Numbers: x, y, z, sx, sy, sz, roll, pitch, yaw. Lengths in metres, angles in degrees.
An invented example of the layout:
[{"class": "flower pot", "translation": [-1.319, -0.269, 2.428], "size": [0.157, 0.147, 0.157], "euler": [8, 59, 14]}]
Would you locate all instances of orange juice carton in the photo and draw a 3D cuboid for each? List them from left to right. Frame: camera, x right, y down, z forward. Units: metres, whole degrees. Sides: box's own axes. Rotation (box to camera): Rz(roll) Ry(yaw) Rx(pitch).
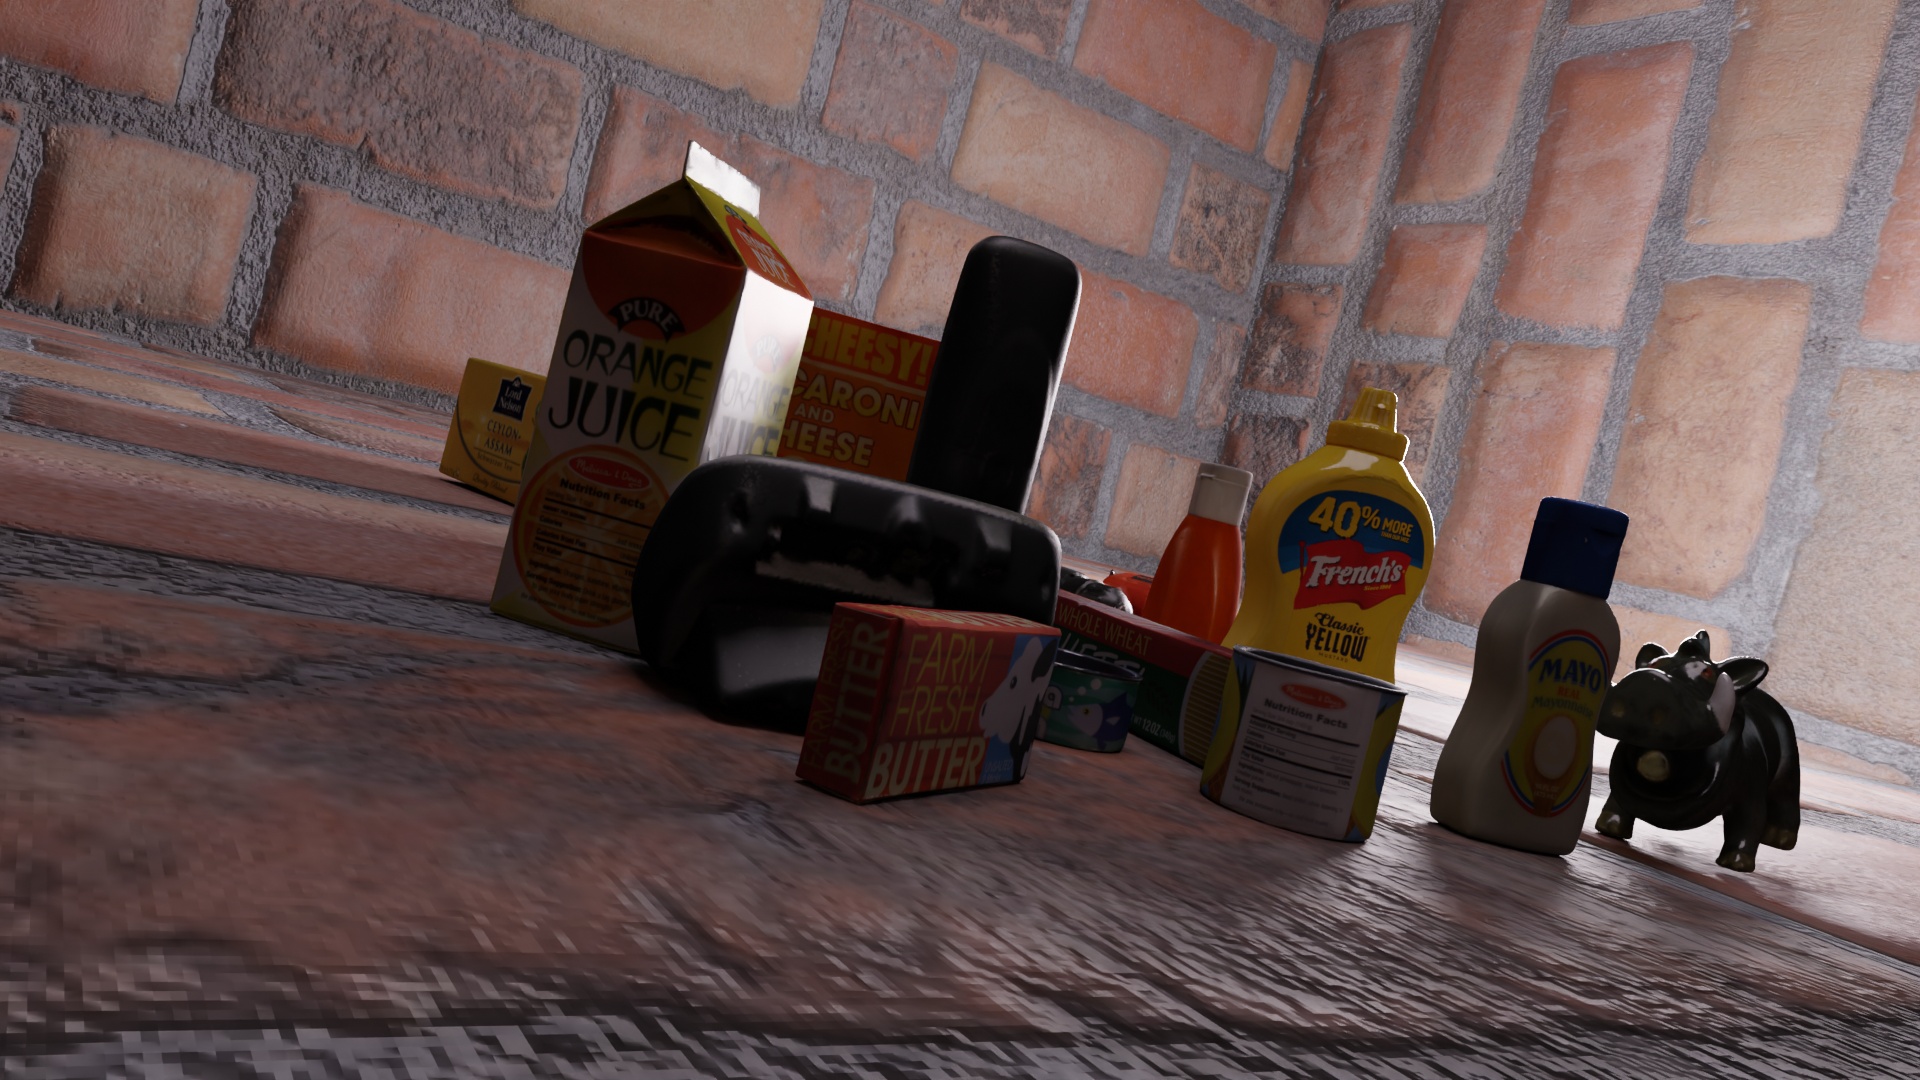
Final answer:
[{"class": "orange juice carton", "translation": [-0.115, -0.056, 0.550], "size": [0.073, 0.192, 0.072], "euler": [14, 1, 15]}]

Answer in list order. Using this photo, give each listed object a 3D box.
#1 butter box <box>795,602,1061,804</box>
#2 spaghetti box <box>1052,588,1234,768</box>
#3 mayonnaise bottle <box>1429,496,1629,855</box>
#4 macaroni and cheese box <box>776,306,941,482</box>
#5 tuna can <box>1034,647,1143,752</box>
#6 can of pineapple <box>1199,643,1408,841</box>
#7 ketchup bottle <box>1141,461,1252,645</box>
[{"class": "butter box", "translation": [-0.006, 0.048, 0.420], "size": [0.024, 0.053, 0.103], "euler": [15, 2, 30]}, {"class": "spaghetti box", "translation": [0.082, 0.062, 0.673], "size": [0.029, 0.050, 0.250], "euler": [13, 2, -25]}, {"class": "mayonnaise bottle", "translation": [0.249, 0.057, 0.595], "size": [0.065, 0.148, 0.041], "euler": [14, 1, -16]}, {"class": "macaroni and cheese box", "translation": [-0.090, -0.044, 0.767], "size": [0.124, 0.166, 0.040], "euler": [14, 1, -16]}, {"class": "tuna can", "translation": [0.040, 0.064, 0.582], "size": [0.071, 0.033, 0.071], "euler": [14, 2, 0]}, {"class": "can of pineapple", "translation": [0.129, 0.075, 0.526], "size": [0.071, 0.058, 0.071], "euler": [14, 2, 0]}, {"class": "ketchup bottle", "translation": [0.161, 0.022, 0.938], "size": [0.043, 0.148, 0.065], "euler": [13, 2, -42]}]
